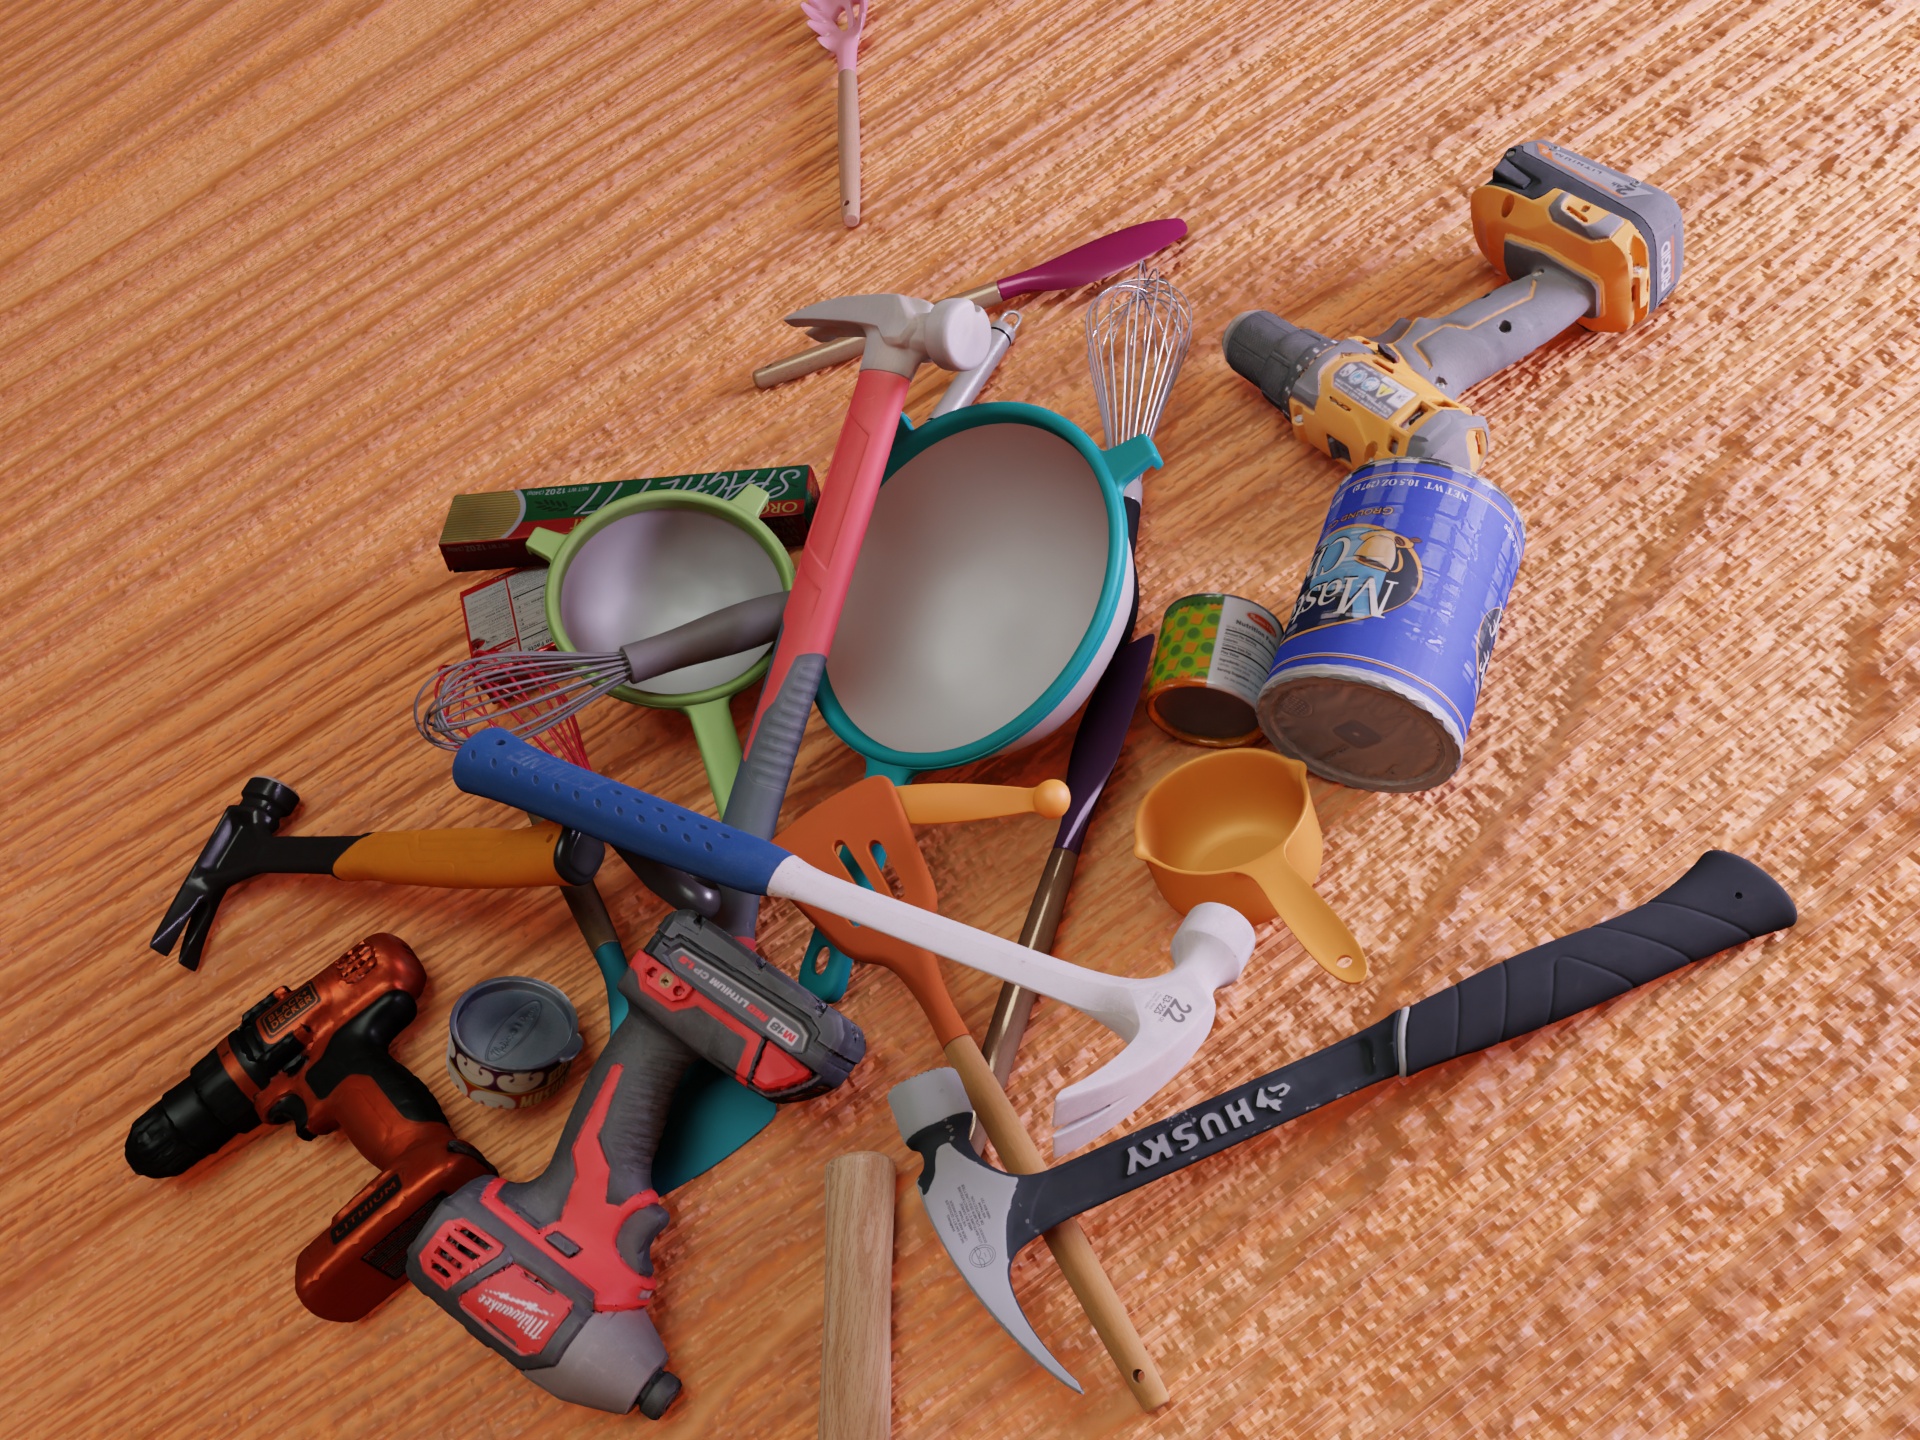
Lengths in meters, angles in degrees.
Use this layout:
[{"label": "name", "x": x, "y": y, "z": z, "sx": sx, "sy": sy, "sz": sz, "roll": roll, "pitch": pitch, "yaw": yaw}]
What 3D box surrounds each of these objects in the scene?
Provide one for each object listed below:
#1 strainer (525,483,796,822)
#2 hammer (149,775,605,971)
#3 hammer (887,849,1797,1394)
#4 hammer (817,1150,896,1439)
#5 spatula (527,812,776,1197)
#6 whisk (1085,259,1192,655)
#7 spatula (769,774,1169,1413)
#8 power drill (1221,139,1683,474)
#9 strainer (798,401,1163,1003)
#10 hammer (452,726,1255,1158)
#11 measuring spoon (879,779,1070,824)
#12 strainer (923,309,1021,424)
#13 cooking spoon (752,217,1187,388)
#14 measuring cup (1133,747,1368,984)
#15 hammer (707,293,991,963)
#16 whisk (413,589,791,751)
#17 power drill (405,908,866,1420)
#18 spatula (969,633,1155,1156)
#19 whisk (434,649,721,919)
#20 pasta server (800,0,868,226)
[{"label": "strainer", "x": -0.158, "y": -0.016, "z": 0.959, "sx": 0.151, "sy": 0.069, "sz": 0.257, "roll": -14, "pitch": 69, "yaw": -15}, {"label": "hammer", "x": -0.334, "y": 0.084, "z": 0.910, "sx": 0.337, "sy": 0.034, "sz": 0.127, "roll": -4, "pitch": 53, "yaw": 34}, {"label": "hammer", "x": 0.181, "y": 0.155, "z": 0.704, "sx": 0.409, "sy": 0.036, "sz": 0.149, "roll": -22, "pitch": 66, "yaw": -4}, {"label": "hammer", "x": -0.049, "y": 0.349, "z": 0.677, "sx": 0.130, "sy": 0.031, "sz": 0.332, "roll": -10, "pitch": 54, "yaw": 12}, {"label": "spatula", "x": -0.203, "y": 0.120, "z": 0.898, "sx": 0.082, "sy": 0.044, "sz": 0.318, "roll": -34, "pitch": 48, "yaw": -5}, {"label": "whisk", "x": 0.102, "y": -0.162, "z": 0.968, "sx": 0.070, "sy": 0.070, "sz": 0.285, "roll": -2, "pitch": 62, "yaw": 18}, {"label": "spatula", "x": 0.007, "y": 0.171, "z": 0.750, "sx": 0.081, "sy": 0.041, "sz": 0.323, "roll": -33, "pitch": 61, "yaw": 1}, {"label": "power drill", "x": 0.283, "y": -0.242, "z": 0.944, "sx": 0.226, "sy": 0.084, "sz": 0.186, "roll": -41, "pitch": 52, "yaw": -5}, {"label": "strainer", "x": -0.001, "y": -0.003, "z": 0.880, "sx": 0.211, "sy": 0.095, "sz": 0.340, "roll": 14, "pitch": 83, "yaw": 39}, {"label": "hammer", "x": -0.078, "y": 0.079, "z": 0.745, "sx": 0.406, "sy": 0.035, "sz": 0.144, "roll": 17, "pitch": 38, "yaw": 24}, {"label": "measuring spoon", "x": 0.001, "y": 0.041, "z": 0.796, "sx": 0.117, "sy": 0.011, "sz": 0.021, "roll": -4, "pitch": 79, "yaw": 29}, {"label": "strainer", "x": -0.022, "y": -0.182, "z": 1.033, "sx": 0.087, "sy": 0.050, "sz": 0.258, "roll": 19, "pitch": 61, "yaw": 22}, {"label": "cooking spoon", "x": 0.003, "y": -0.289, "z": 1.104, "sx": 0.319, "sy": 0.017, "sz": 0.069, "roll": -18, "pitch": 32, "yaw": 10}, {"label": "measuring cup", "x": 0.149, "y": 0.083, "z": 0.756, "sx": 0.095, "sy": 0.052, "sz": 0.174, "roll": -28, "pitch": 37, "yaw": -3}, {"label": "hammer", "x": -0.095, "y": -0.049, "z": 0.880, "sx": 0.143, "sy": 0.038, "sz": 0.386, "roll": 13, "pitch": 85, "yaw": 43}, {"label": "whisk", "x": -0.188, "y": -0.035, "z": 0.899, "sx": 0.239, "sy": 0.055, "sz": 0.055, "roll": -20, "pitch": 49, "yaw": -22}, {"label": "power drill", "x": -0.147, "y": 0.214, "z": 0.764, "sx": 0.143, "sy": 0.078, "sz": 0.220, "roll": 33, "pitch": 79, "yaw": 13}, {"label": "spatula", "x": 0.045, "y": 0.092, "z": 0.823, "sx": 0.060, "sy": 0.018, "sz": 0.316, "roll": -28, "pitch": 37, "yaw": 59}, {"label": "whisk", "x": -0.221, "y": 0.033, "z": 0.905, "sx": 0.073, "sy": 0.073, "sz": 0.296, "roll": -44, "pitch": 49, "yaw": -13}, {"label": "pasta server", "x": -0.095, "y": -0.512, "z": 1.288, "sx": 0.060, "sy": 0.040, "sz": 0.317, "roll": -19, "pitch": 53, "yaw": 21}]
